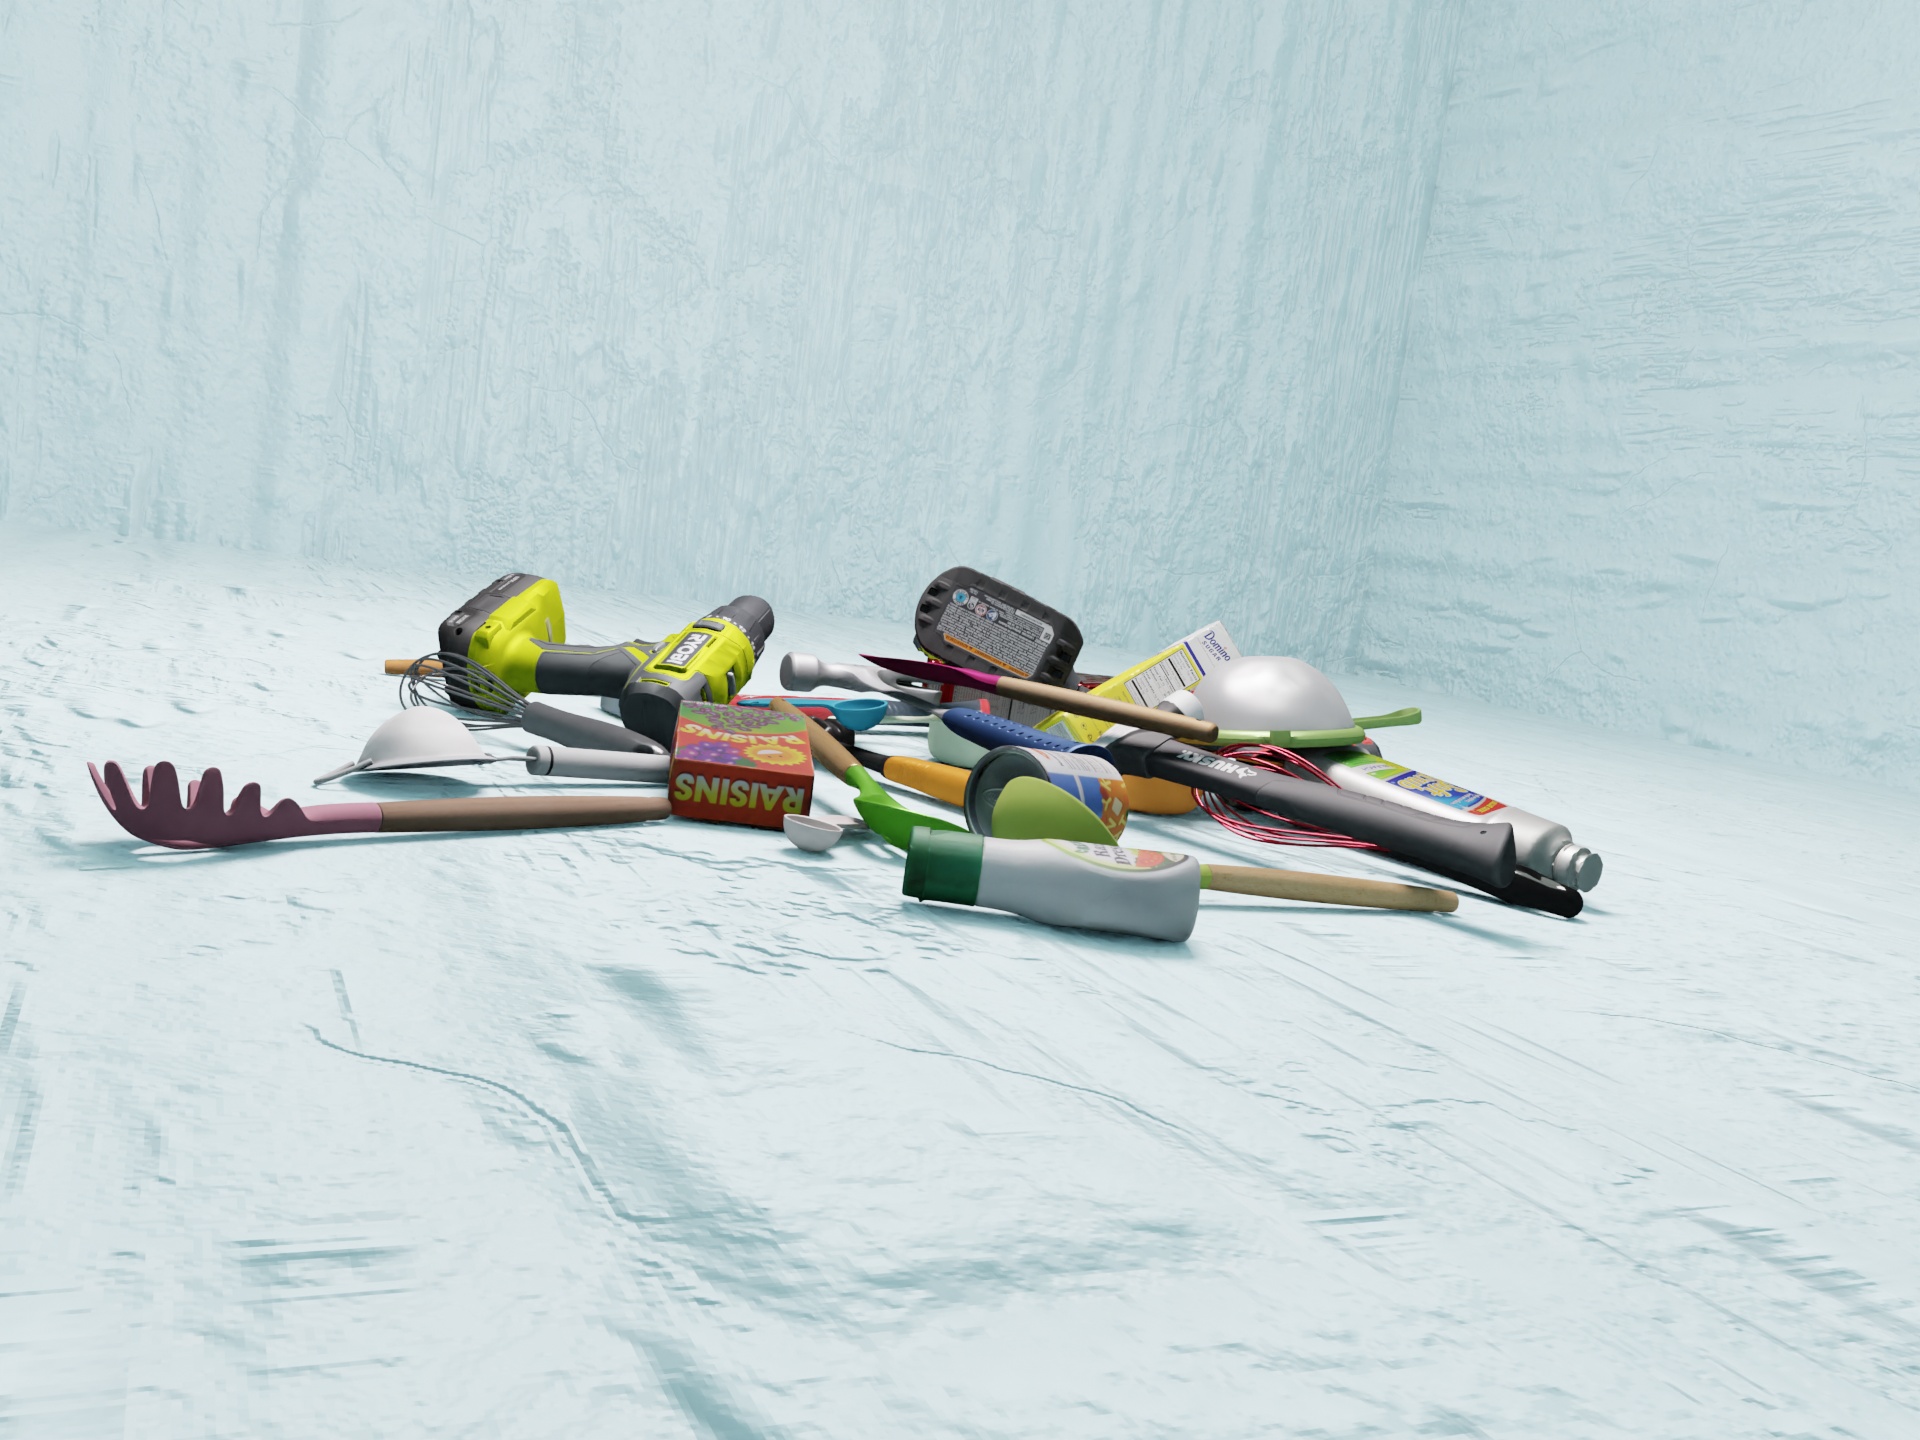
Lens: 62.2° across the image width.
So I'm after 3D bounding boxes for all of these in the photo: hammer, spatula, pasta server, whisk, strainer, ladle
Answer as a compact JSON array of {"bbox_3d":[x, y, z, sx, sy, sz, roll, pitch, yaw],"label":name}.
[{"bbox_3d":[-0.132,-0.011,1.443,0.386,0.038,0.143,2,7,-42],"label":"hammer"},{"bbox_3d":[-0.352,-0.034,1.443,0.322,0.041,0.081,2,8,-17],"label":"spatula"},{"bbox_3d":[-0.272,0.041,0.805,0.060,0.040,0.316,-1,-2,39],"label":"pasta server"},{"bbox_3d":[-0.002,-0.004,1.216,0.144,0.035,0.406,4,8,-28],"label":"hammer"},{"bbox_3d":[0.214,0.052,1.048,0.146,0.035,0.335,-31,30,-30],"label":"hammer"},{"bbox_3d":[-0.028,0.039,1.135,0.337,0.034,0.127,14,8,42],"label":"hammer"},{"bbox_3d":[-0.300,0.000,1.111,0.239,0.055,0.055,16,9,25],"label":"whisk"},{"bbox_3d":[-0.268,0.022,0.979,0.258,0.050,0.087,7,-9,-43],"label":"strainer"},{"bbox_3d":[0.288,-0.020,1.295,0.256,0.069,0.151,-4,5,-35],"label":"strainer"},{"bbox_3d":[0.288,0.078,1.110,0.296,0.073,0.073,20,12,36],"label":"whisk"},{"bbox_3d":[0.164,0.081,0.924,0.320,0.062,0.078,8,-14,-25],"label":"ladle"}]

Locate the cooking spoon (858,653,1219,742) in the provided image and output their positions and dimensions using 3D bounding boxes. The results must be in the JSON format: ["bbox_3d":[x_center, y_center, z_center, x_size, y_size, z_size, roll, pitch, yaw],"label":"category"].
[{"bbox_3d":[0.051,-0.021,1.192,0.319,0.017,0.068,13,4,36],"label":"cooking spoon"}]

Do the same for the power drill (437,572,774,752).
[{"bbox_3d":[-0.272,-0.056,1.257,0.228,0.080,0.191,8,32,15],"label":"power drill"}]

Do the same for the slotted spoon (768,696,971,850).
[{"bbox_3d":[-0.076,0.030,1.043,0.070,0.031,0.314,20,6,-27],"label":"slotted spoon"}]

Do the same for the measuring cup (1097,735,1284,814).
[{"bbox_3d":[0.187,0.048,1.248,0.173,0.052,0.095,8,5,-14],"label":"measuring cup"}]

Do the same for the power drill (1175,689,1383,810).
[{"bbox_3d":[0.233,0.027,1.401,0.187,0.080,0.227,-7,19,-41],"label":"power drill"}]

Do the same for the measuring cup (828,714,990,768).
[{"bbox_3d":[-0.032,0.017,1.328,0.167,0.038,0.083,3,9,-23],"label":"measuring cup"}]

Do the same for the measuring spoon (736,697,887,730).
[{"bbox_3d":[-0.115,-0.004,1.213,0.129,0.021,0.042,2,13,24],"label":"measuring spoon"}]

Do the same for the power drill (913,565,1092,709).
[{"bbox_3d":[0.040,-0.061,1.386,0.171,0.080,0.223,26,-2,4],"label":"power drill"}]

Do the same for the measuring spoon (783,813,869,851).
[{"bbox_3d":[-0.075,0.067,0.944,0.034,0.018,0.124,16,1,14],"label":"measuring spoon"}]
